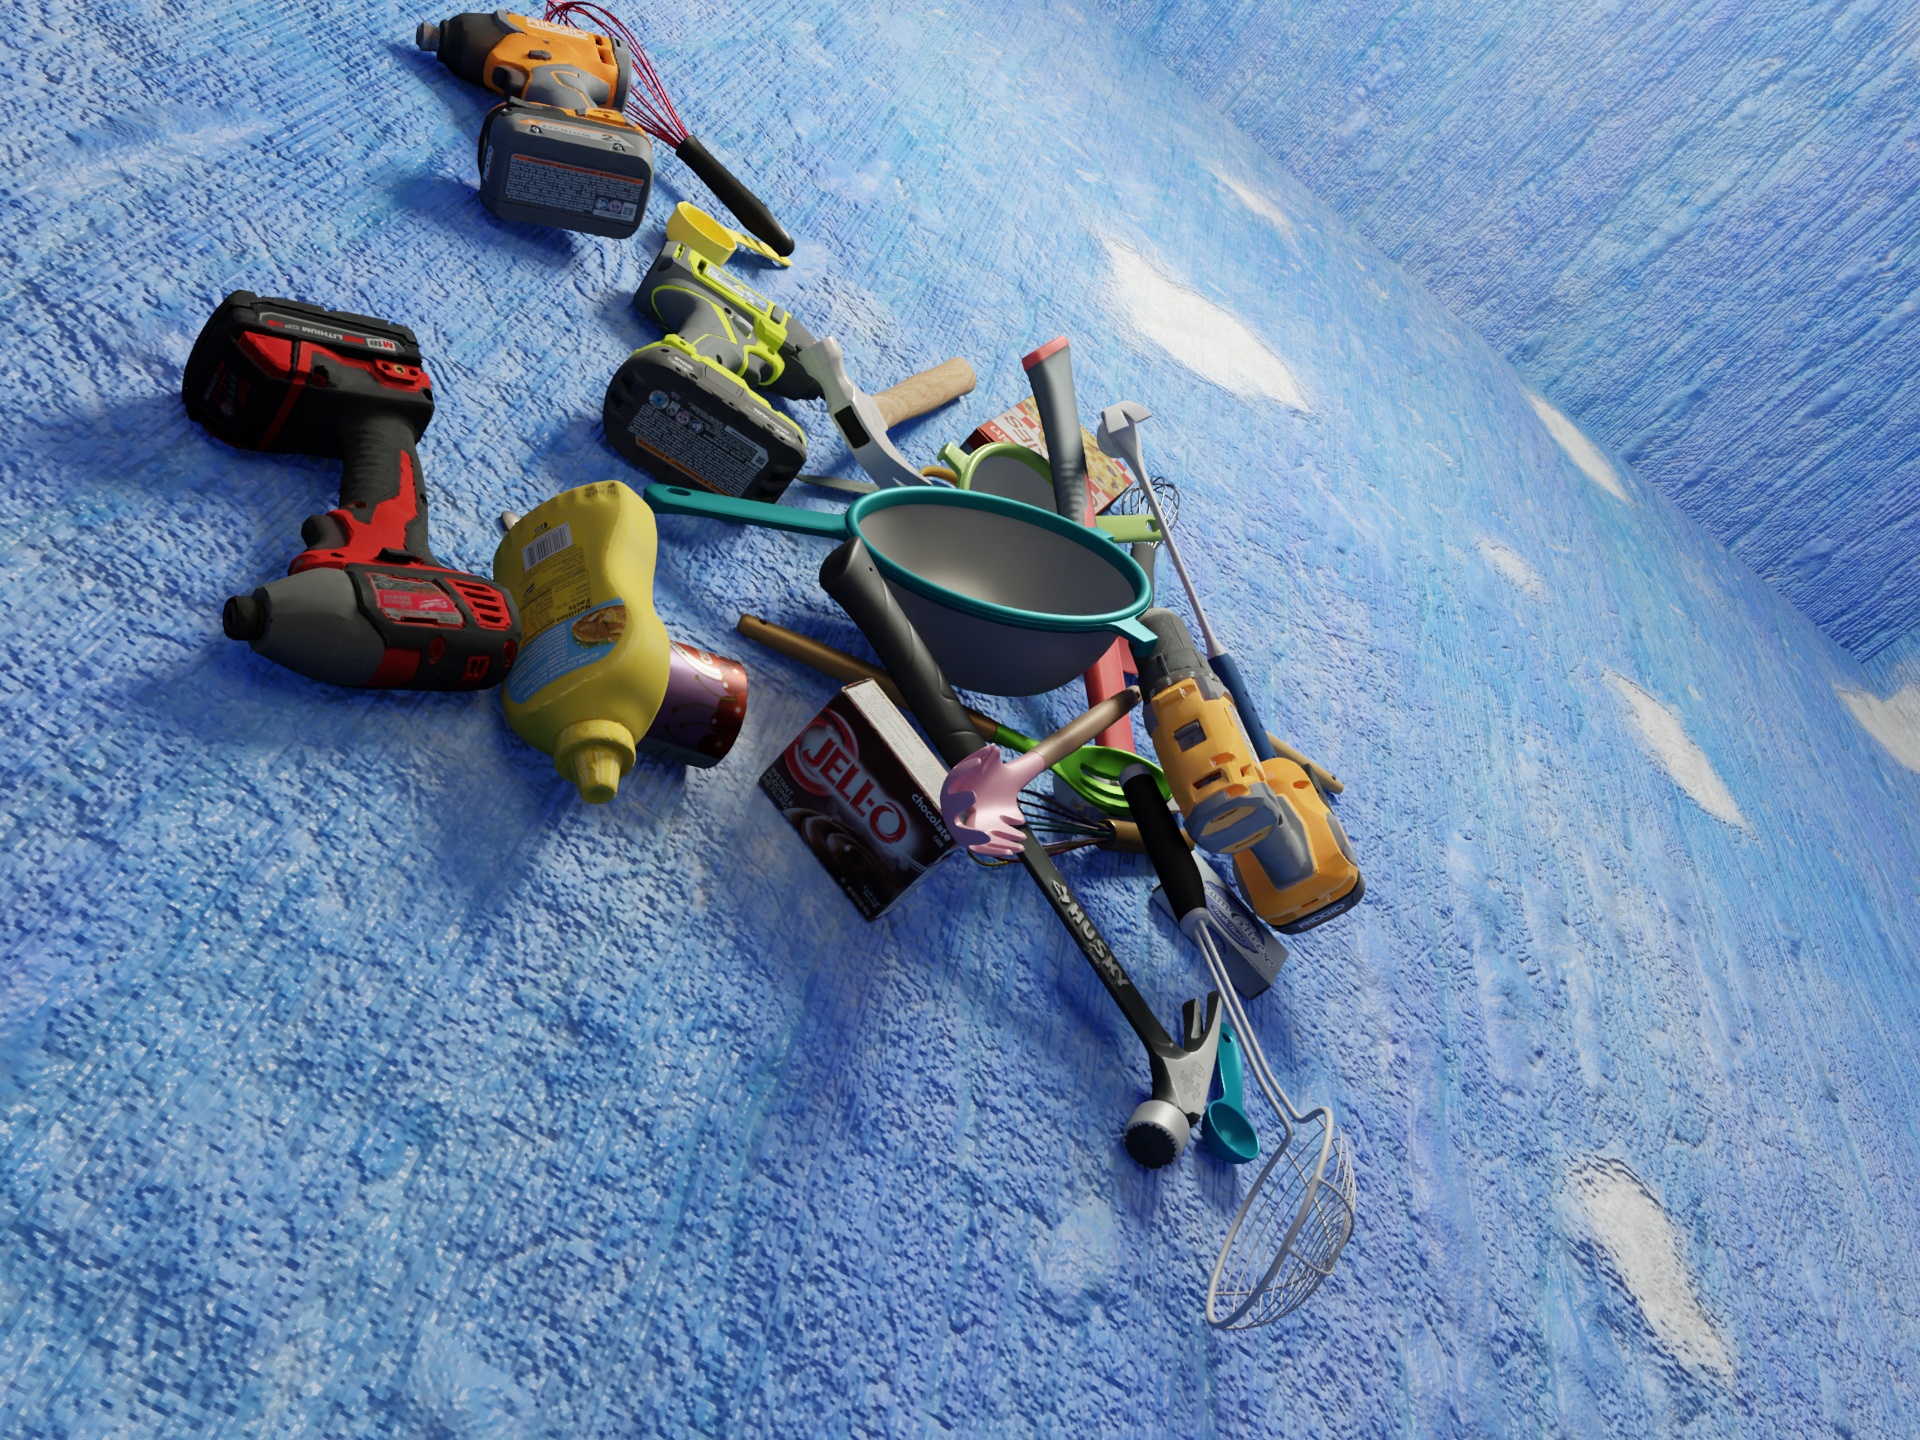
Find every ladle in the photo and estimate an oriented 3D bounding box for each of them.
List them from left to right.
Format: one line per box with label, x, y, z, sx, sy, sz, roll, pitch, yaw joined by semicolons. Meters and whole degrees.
ladle;0.209;-0.013;1.335;0.315;0.031;0.069;31;37;-23

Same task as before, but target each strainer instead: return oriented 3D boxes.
strainer;-0.046;-0.086;1.064;0.340;0.095;0.211;9;27;-10
strainer;0.069;-0.141;1.270;0.256;0.069;0.151;-10;80;-48

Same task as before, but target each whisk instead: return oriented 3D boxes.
whisk;-0.248;-0.502;1.350;0.296;0.073;0.073;46;33;0
whisk;0.083;0.080;1.089;0.244;0.051;0.047;10;67;-47
whisk;0.166;-0.147;1.423;0.055;0.055;0.239;33;39;-16

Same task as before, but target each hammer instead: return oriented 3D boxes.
hammer;-0.038;-0.259;1.288;0.130;0.031;0.331;62;21;-10
hammer;0.038;0.066;0.967;0.409;0.036;0.149;57;32;-6
hammer;0.106;-0.113;1.213;0.143;0.038;0.387;10;65;-43
hammer;0.195;-0.060;1.236;0.144;0.035;0.405;-3;71;-86

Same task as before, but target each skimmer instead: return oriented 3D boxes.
skimmer;0.133;0.166;0.923;0.090;0.127;0.364;2;46;-24

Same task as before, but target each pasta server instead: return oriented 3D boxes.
pasta server;0.062;0.018;0.975;0.316;0.040;0.060;-29;101;-61

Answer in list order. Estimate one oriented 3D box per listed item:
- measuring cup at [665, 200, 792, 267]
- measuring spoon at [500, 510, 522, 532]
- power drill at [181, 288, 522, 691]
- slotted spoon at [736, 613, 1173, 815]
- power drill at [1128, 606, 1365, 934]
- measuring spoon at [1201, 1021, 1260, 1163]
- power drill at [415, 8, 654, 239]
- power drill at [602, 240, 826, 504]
measuring cup;-0.191;-0.393;1.336;0.062;0.029;0.156;49;21;16
measuring spoon;-0.229;-0.084;0.946;0.124;0.018;0.034;46;33;5
power drill;-0.325;-0.112;0.826;0.143;0.078;0.220;1;55;-46
slotted spoon;-0.002;-0.003;1.056;0.313;0.031;0.070;23;31;-12
power drill;0.191;0.035;1.107;0.226;0.084;0.186;42;24;-49
measuring spoon;0.168;0.240;1.023;0.042;0.021;0.129;36;25;-11
power drill;-0.323;-0.464;1.208;0.164;0.084;0.227;3;45;-26
power drill;-0.164;-0.246;1.147;0.171;0.080;0.223;31;32;-19
